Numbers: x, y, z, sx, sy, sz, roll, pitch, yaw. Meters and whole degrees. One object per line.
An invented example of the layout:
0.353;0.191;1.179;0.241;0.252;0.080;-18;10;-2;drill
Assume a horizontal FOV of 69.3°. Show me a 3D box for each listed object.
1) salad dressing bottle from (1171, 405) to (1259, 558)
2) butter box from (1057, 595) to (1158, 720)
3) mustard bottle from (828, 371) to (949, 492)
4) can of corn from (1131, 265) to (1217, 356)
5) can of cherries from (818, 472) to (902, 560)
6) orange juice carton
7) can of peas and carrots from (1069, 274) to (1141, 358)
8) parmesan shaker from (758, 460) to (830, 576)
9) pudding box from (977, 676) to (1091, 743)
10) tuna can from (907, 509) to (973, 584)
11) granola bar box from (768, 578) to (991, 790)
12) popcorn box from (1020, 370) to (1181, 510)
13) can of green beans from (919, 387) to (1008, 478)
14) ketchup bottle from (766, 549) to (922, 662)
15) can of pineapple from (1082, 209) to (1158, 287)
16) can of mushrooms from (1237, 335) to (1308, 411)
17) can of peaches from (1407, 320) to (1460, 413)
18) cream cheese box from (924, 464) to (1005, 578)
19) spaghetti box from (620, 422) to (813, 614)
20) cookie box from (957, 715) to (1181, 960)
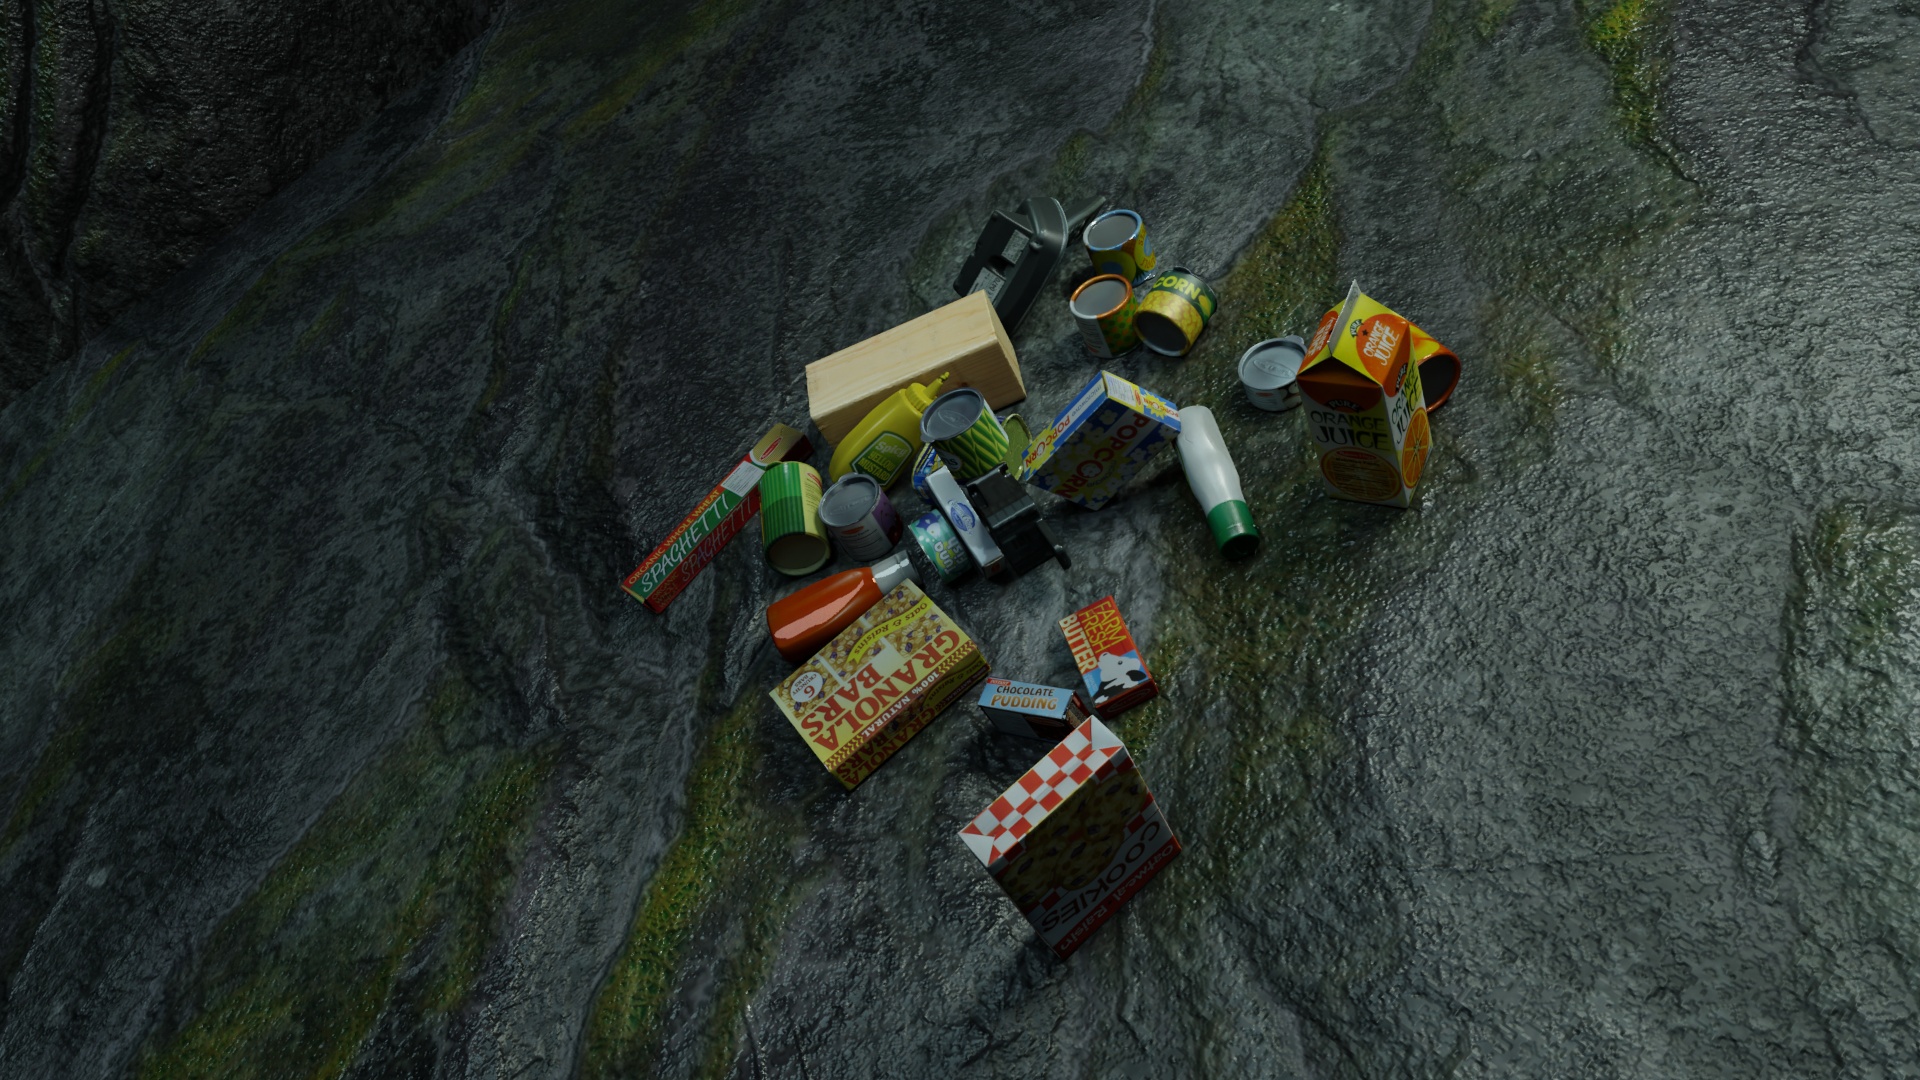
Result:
0.223;-0.052;1.224;0.044;0.064;0.148;-26;51;15;salad dressing bottle
0.123;0.097;1.168;0.053;0.024;0.104;-27;44;6;butter box
-0.065;-0.110;1.392;0.159;0.065;0.049;-47;30;21;mustard bottle
0.211;-0.226;1.375;0.071;0.071;0.058;17;62;38;can of corn
-0.097;-0.024;1.372;0.071;0.058;0.072;-16;46;17;can of cherries
0.326;-0.117;1.127;0.073;0.192;0.072;10;57;34;orange juice carton
0.153;-0.231;1.420;0.071;0.058;0.071;-15;47;16;can of peas and carrots
-0.170;-0.023;1.401;0.071;0.071;0.103;-22;45;10;parmesan shaker
0.062;0.141;1.144;0.083;0.049;0.030;6;57;33;pudding box
-0.018;0.006;1.294;0.033;0.070;0.071;-33;44;-1;tuna can
-0.072;0.126;1.238;0.166;0.039;0.124;-40;44;-9;granola bar box
0.125;-0.088;1.250;0.126;0.085;0.038;-46;36;38;popcorn box
0.004;-0.100;1.300;0.071;0.057;0.071;-18;44;18;can of green beans
-0.109;0.057;1.316;0.149;0.043;0.065;-27;45;4;ketchup bottle
0.172;-0.310;1.480;0.071;0.057;0.071;-15;46;16;can of pineapple
0.296;-0.156;1.293;0.071;0.033;0.071;-16;46;17;can of mushrooms
0.394;-0.151;1.212;0.071;0.071;0.058;-33;44;-1;can of peaches
0.005;-0.016;1.281;0.024;0.053;0.104;-31;75;-4;cream cheese box
-0.258;-0.025;1.481;0.050;0.028;0.251;25;67;41;spaghetti box
0.082;0.214;0.985;0.123;0.166;0.040;-40;47;-9;cookie box
